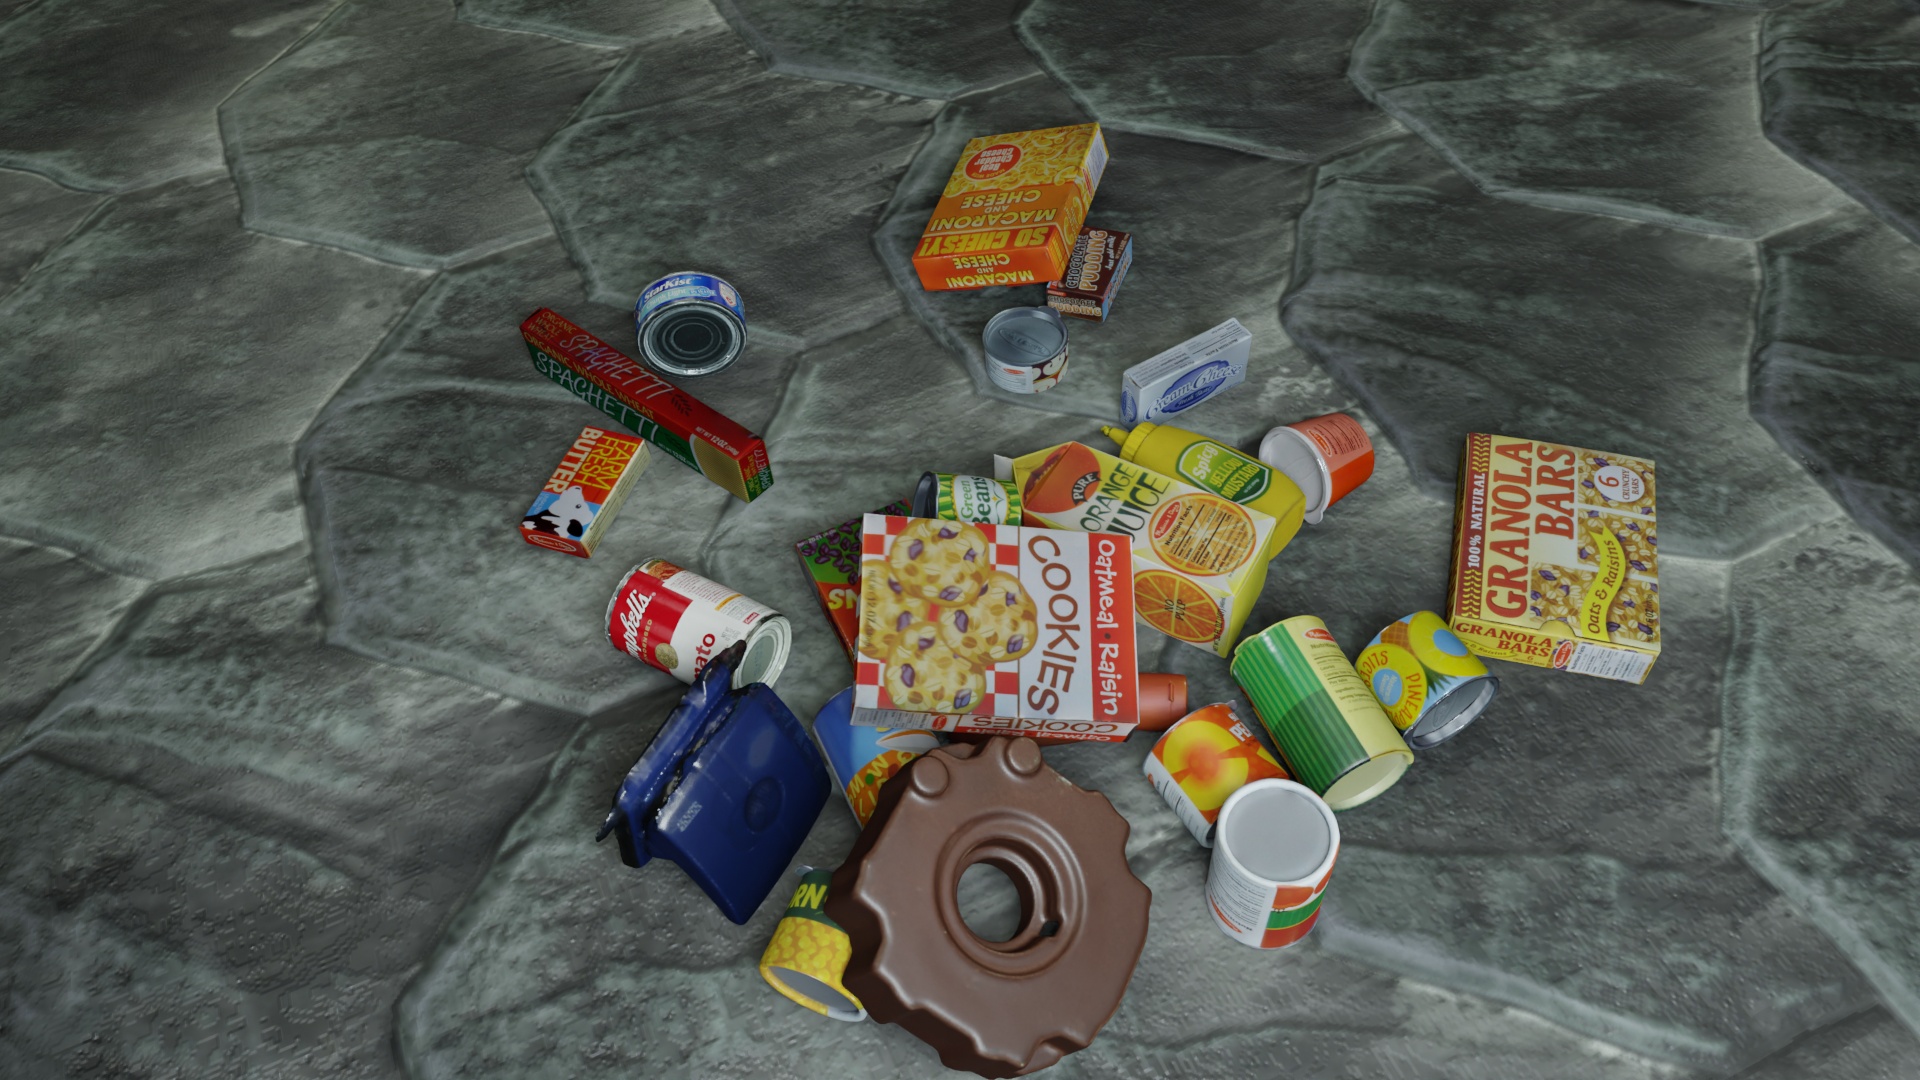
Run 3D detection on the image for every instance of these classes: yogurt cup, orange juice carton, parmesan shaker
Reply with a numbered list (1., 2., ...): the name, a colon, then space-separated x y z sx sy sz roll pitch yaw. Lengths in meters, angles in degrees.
1. yogurt cup: 0.251 -0.055 0.971 0.054 0.072 0.072 -23 53 -24
2. orange juice carton: 0.107 -0.003 0.934 0.193 0.071 0.073 23 56 21
3. parmesan shaker: 0.215 0.105 0.840 0.071 0.071 0.103 -19 53 -10

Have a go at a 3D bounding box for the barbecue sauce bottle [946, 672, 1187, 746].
1. barbecue sauce bottle: 0.067 0.099 0.873 0.148 0.043 0.065 2 62 5

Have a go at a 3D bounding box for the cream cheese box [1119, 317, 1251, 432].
1. cream cheese box: 0.167 -0.122 1.037 0.104 0.053 0.024 -27 56 -16

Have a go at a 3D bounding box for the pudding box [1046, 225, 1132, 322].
1. pudding box: 0.105 -0.218 1.134 0.050 0.030 0.084 14 54 17

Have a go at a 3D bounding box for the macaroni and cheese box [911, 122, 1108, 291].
1. macaroni and cheese box: 0.044 -0.278 1.162 0.123 0.040 0.167 0 50 26

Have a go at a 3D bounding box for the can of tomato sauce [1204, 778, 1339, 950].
1. can of tomato sauce: 0.174 0.179 0.775 0.071 0.082 0.071 -2 52 3

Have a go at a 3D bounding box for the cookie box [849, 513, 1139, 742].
1. cookie box: 0.021 0.053 0.833 0.168 0.040 0.123 5 65 -8

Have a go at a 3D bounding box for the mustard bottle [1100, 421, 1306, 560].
1. mustard bottle: 0.162 -0.045 0.978 0.160 0.048 0.065 32 57 26

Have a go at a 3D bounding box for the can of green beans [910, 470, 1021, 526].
1. can of green beans: 0.003 -0.010 0.907 0.058 0.071 0.071 5 49 -16

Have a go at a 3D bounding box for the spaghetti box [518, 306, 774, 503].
1. spaghetti box: -0.243 -0.106 1.058 0.250 0.050 0.029 31 59 26

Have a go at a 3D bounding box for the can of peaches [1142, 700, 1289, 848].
1. can of peaches: 0.153 0.137 0.820 0.071 0.071 0.058 -27 55 -16

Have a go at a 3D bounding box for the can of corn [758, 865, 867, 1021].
1. can of corn: -0.072 0.223 0.768 0.071 0.070 0.058 16 55 16

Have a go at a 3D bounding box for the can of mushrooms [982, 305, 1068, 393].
1. can of mushrooms: 0.053 -0.149 1.080 0.071 0.033 0.071 -3 51 3

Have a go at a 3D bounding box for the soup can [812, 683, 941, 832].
1. soup can: -0.041 0.132 0.838 0.071 0.071 0.084 -23 54 -13

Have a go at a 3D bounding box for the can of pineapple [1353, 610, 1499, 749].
1. can of pineapple: 0.283 0.086 0.852 0.071 0.070 0.058 -23 52 -14

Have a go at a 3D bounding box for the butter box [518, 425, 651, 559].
1. butter box: -0.274 -0.036 1.020 0.053 0.024 0.104 13 54 14

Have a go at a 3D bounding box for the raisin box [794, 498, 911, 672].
1. raisin box: -0.048 0.038 0.933 0.086 0.039 0.124 -22 54 -14

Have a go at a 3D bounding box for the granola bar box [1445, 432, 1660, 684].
1. granola bar box: 0.394 0.007 0.925 0.124 0.038 0.166 10 53 13
